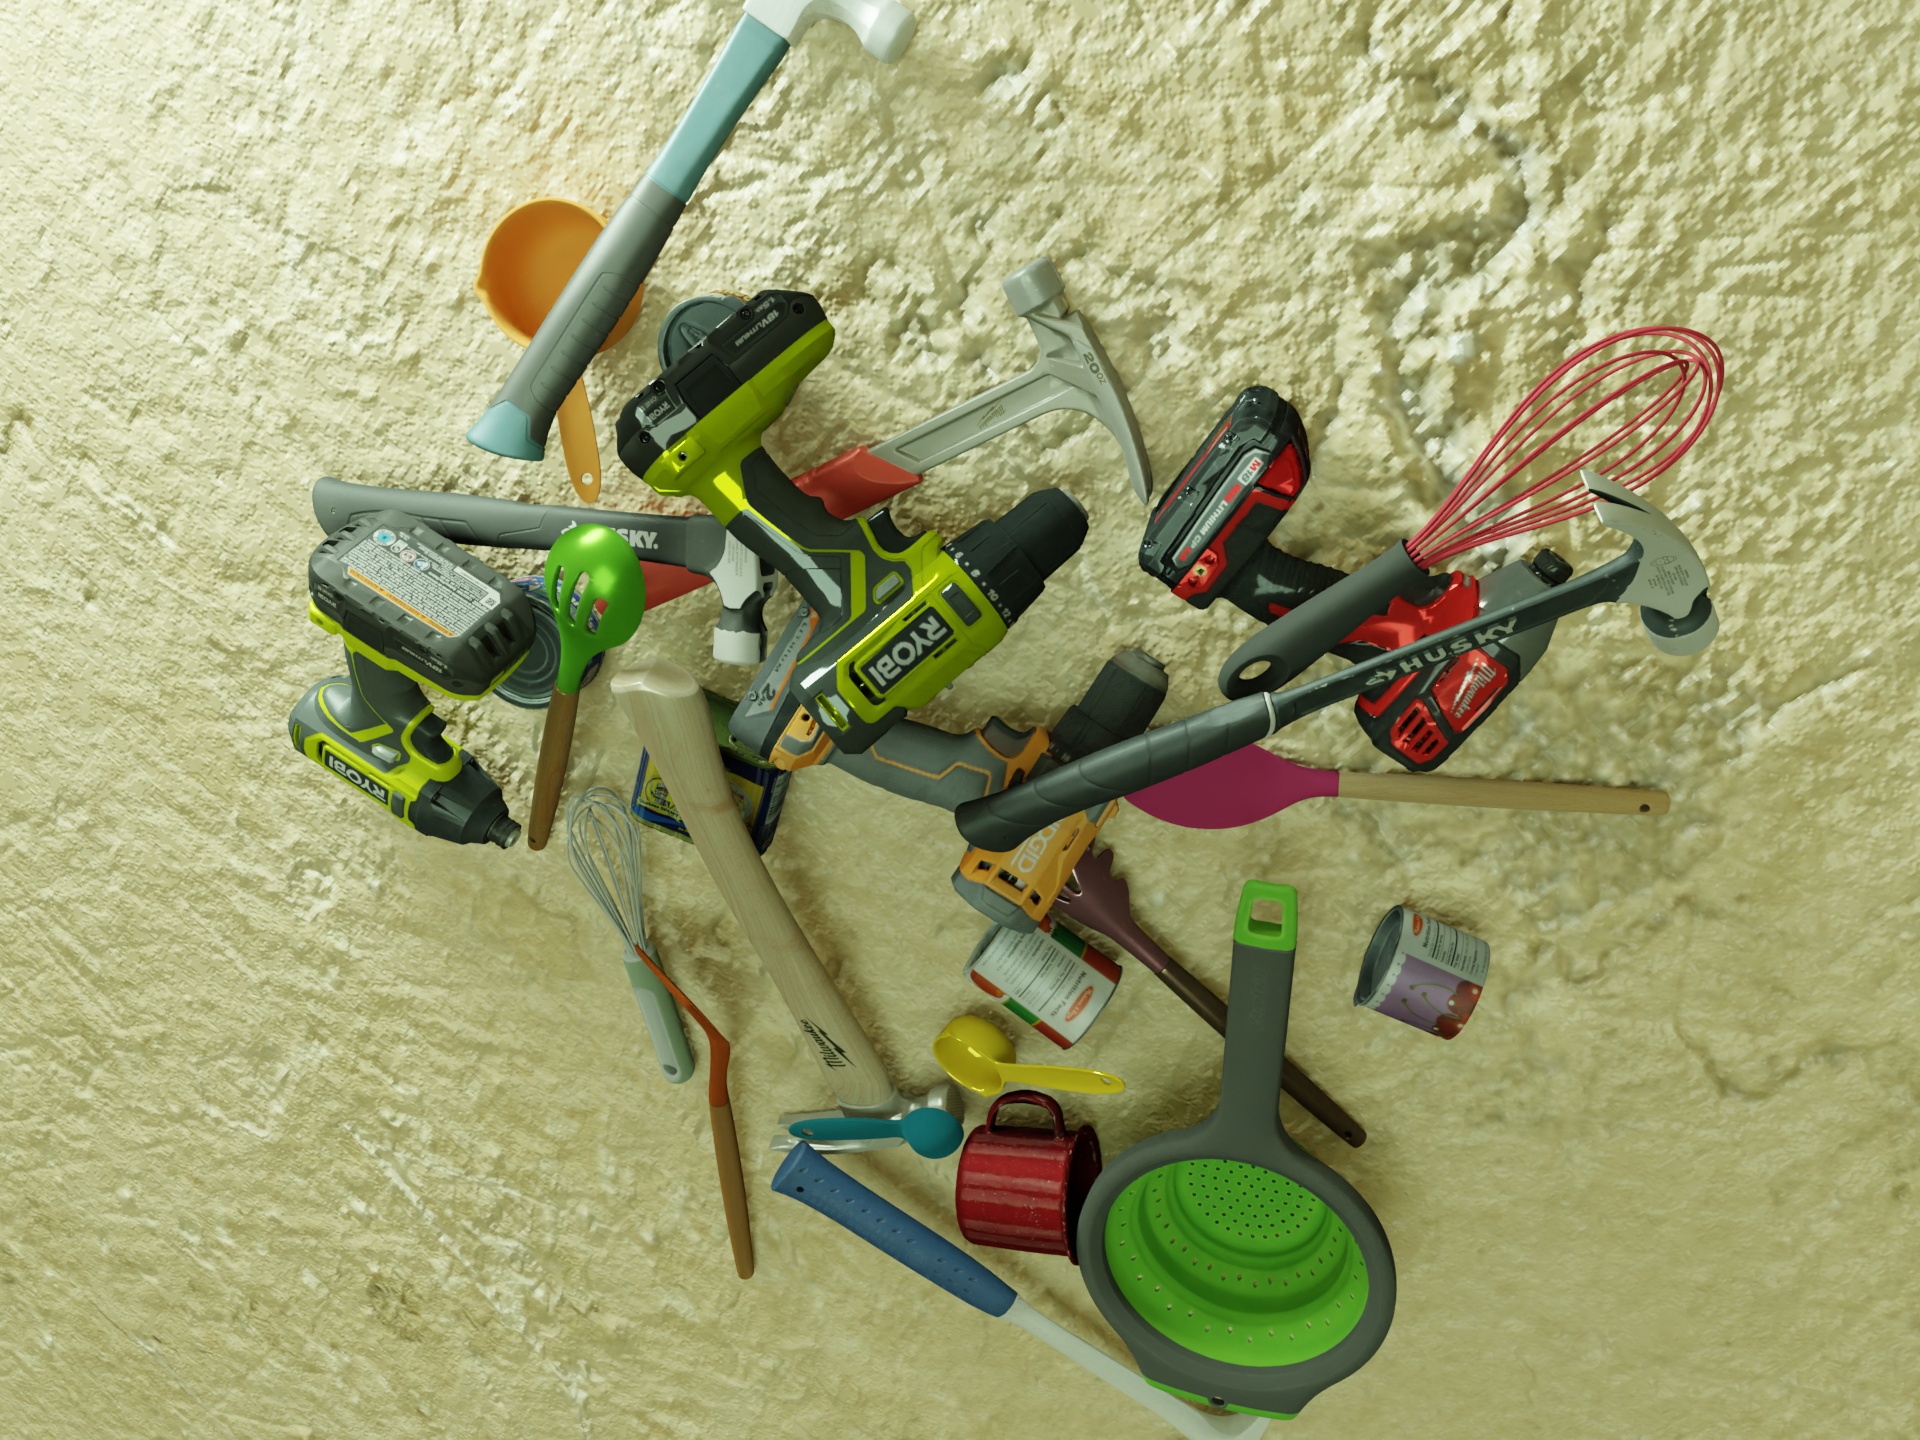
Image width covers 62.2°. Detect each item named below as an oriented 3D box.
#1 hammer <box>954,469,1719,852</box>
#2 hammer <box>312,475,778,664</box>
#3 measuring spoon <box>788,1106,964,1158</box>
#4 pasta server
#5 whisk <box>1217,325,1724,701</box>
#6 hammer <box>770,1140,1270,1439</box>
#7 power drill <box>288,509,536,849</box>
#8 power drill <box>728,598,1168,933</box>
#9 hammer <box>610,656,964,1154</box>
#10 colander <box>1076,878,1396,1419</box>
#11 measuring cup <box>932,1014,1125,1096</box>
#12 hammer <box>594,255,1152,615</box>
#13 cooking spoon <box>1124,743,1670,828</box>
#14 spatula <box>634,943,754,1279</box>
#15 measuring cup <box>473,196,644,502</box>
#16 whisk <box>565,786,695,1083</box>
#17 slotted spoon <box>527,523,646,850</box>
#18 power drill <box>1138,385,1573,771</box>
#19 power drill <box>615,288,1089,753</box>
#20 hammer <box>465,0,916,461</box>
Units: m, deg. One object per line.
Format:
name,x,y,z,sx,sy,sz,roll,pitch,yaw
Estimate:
hammer,0.177,-0.011,0.837,0.409,0.036,0.149,-23,145,23
hammer,-0.266,-0.127,0.991,0.335,0.035,0.146,8,103,21
measuring spoon,-0.061,0.289,1.099,0.128,0.021,0.042,-5,123,16
pasta server,0.152,0.172,1.038,0.316,0.040,0.060,42,117,-9
whisk,0.246,-0.093,0.803,0.296,0.073,0.073,-38,99,30
hammer,0.046,0.423,1.148,0.405,0.035,0.144,35,117,-7
power drill,-0.350,-0.014,1.033,0.171,0.080,0.223,32,138,4
power drill,-0.002,-0.003,0.963,0.226,0.084,0.185,32,97,0
hammer,-0.133,0.137,1.046,0.146,0.038,0.410,-11,122,20
colander,0.187,0.263,1.023,0.204,0.094,0.396,8,115,16
measuring cup,0.049,0.225,1.055,0.156,0.029,0.062,-3,126,40
hammer,-0.068,-0.131,0.959,0.359,0.037,0.149,-22,105,22
cooking spoon,0.254,0.040,0.956,0.319,0.017,0.068,3,114,14
spatula,-0.181,0.296,1.154,0.081,0.041,0.322,34,136,45
measuring cup,-0.225,-0.215,0.937,0.095,0.052,0.173,-6,98,8
whisk,-0.229,0.157,1.121,0.058,0.059,0.246,1,118,28
slotted spoon,-0.252,-0.005,1.014,0.070,0.031,0.313,36,138,8
power drill,0.220,-0.082,0.883,0.219,0.079,0.143,35,117,-4
power drill,-0.059,-0.121,0.881,0.190,0.080,0.228,-41,96,-2
hammer,-0.169,-0.281,0.877,0.128,0.033,0.331,36,100,1
